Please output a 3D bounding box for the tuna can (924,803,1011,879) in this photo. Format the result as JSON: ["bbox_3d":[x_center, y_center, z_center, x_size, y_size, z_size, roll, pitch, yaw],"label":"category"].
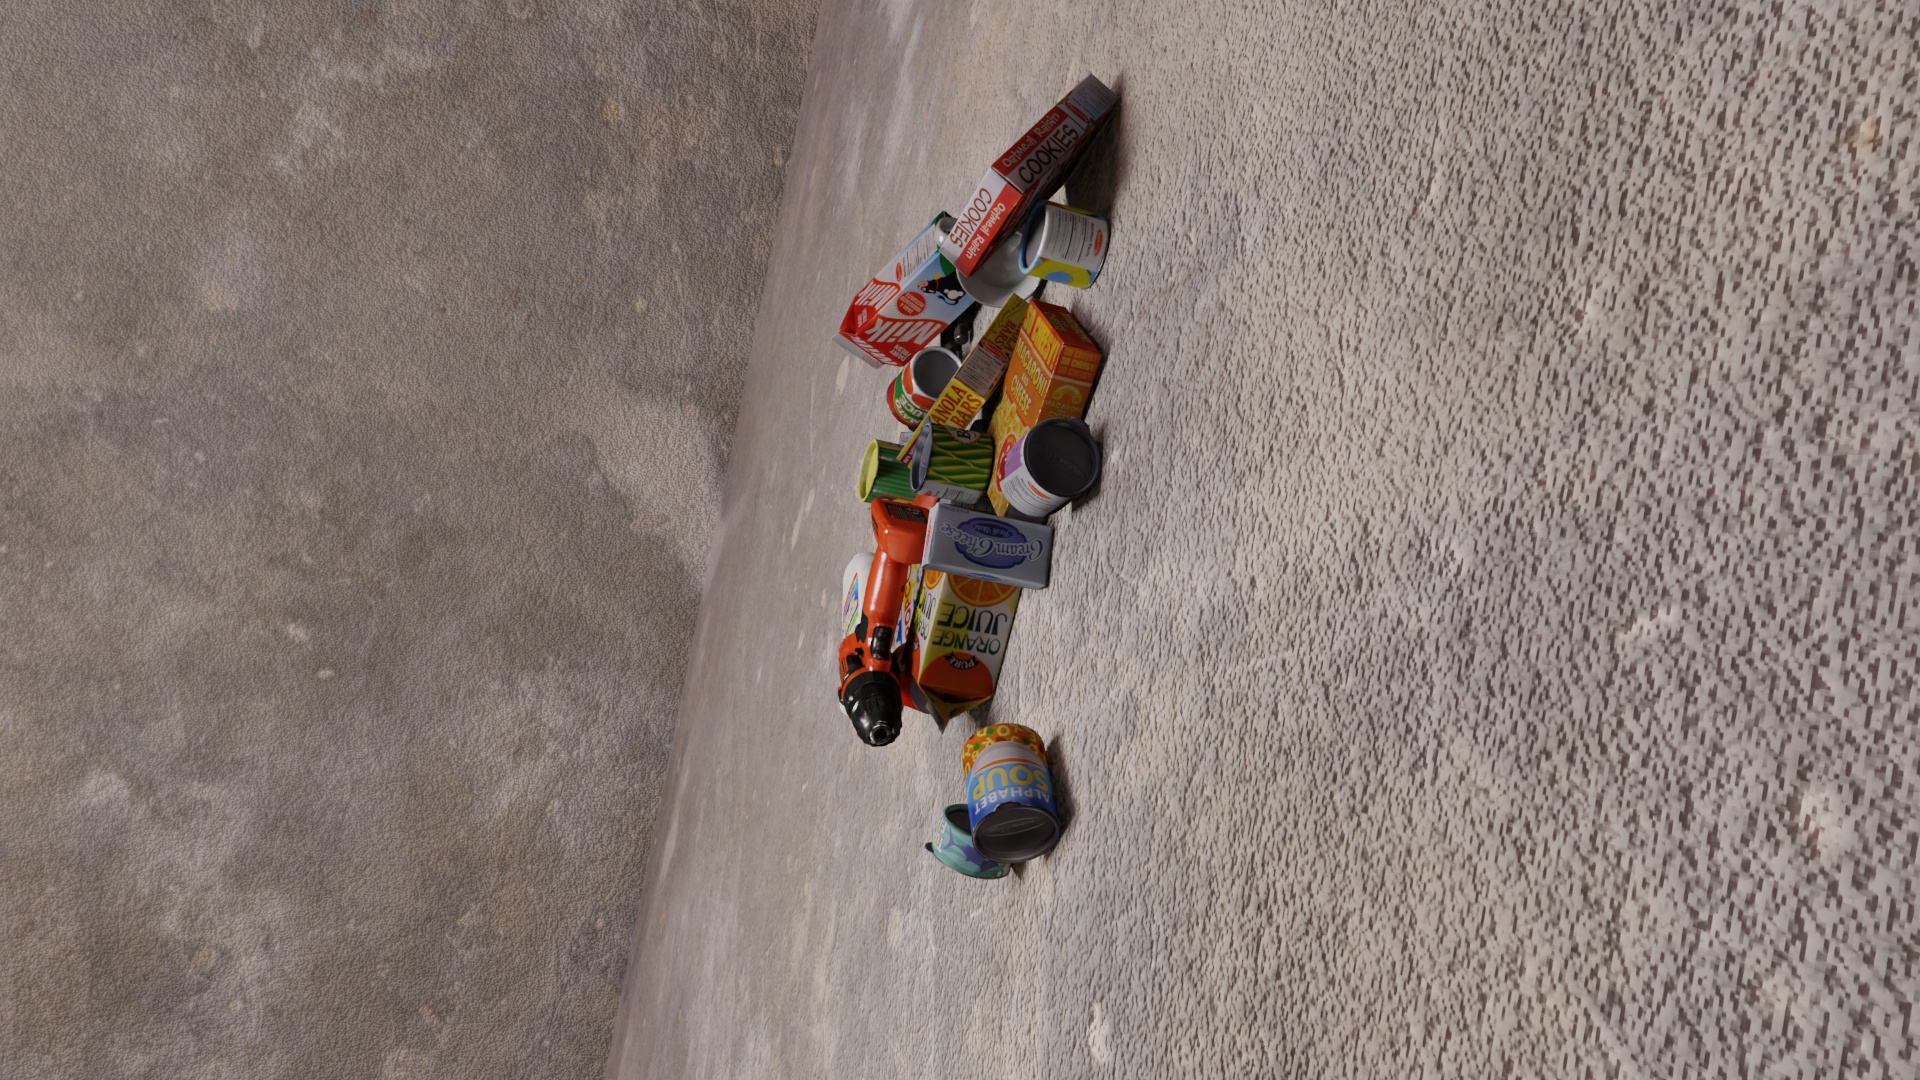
[{"bbox_3d":[0.010,0.236,1.097,0.071,0.071,0.032,-131,56,-69],"label":"tuna can"}]

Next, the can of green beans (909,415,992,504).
[{"bbox_3d":[-0.008,-0.069,1.246,0.071,0.058,0.071,-168,89,-75],"label":"can of green beans"}]

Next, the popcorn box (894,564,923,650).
[{"bbox_3d":[-0.037,0.051,1.422,0.084,0.038,0.127,121,154,-48],"label":"popcorn box"}]

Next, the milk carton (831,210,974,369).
[{"bbox_3d":[-0.055,-0.261,1.519,0.190,0.072,0.074,-38,37,28],"label":"milk carton"}]

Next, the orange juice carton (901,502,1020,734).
[{"bbox_3d":[0.000,0.071,1.235,0.072,0.073,0.192,-140,63,-71],"label":"orange juice carton"}]

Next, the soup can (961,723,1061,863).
[{"bbox_3d":[0.037,0.188,1.047,0.084,0.071,0.071,-99,27,-50],"label":"soup can"}]

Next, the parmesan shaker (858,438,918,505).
[{"bbox_3d":[-0.045,-0.061,1.413,0.071,0.103,0.071,-167,89,-73],"label":"parmesan shaker"}]

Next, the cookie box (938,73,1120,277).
[{"bbox_3d":[0.061,-0.319,1.221,0.168,0.040,0.122,-50,1,-33],"label":"cookie box"}]

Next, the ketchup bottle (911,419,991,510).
[{"bbox_3d":[-0.004,-0.048,1.354,0.044,0.065,0.148,-26,-30,-58],"label":"ketchup bottle"}]

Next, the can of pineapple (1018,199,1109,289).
[{"bbox_3d":[0.088,-0.255,1.197,0.071,0.058,0.071,-167,89,-73],"label":"can of pineapple"}]

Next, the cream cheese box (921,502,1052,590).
[{"bbox_3d":[0.023,0.006,1.153,0.024,0.104,0.053,141,139,-70],"label":"cream cheese box"}]

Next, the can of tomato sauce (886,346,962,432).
[{"bbox_3d":[-0.038,-0.166,1.522,0.083,0.071,0.071,143,136,-64],"label":"can of tomato sauce"}]

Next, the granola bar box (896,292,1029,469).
[{"bbox_3d":[0.008,-0.145,1.331,0.125,0.039,0.164,-57,5,-32],"label":"granola bar box"}]

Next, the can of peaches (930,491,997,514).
[{"bbox_3d":[0.005,-0.016,1.302,0.071,0.058,0.071,-167,89,-72],"label":"can of peaches"}]

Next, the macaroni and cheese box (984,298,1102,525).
[{"bbox_3d":[0.066,-0.110,1.202,0.124,0.040,0.165,-111,36,-61],"label":"macaroni and cheese box"}]

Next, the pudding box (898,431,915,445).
[{"bbox_3d":[-0.035,-0.099,1.497,0.083,0.050,0.030,-166,86,-74],"label":"pudding box"}]

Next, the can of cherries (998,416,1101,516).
[{"bbox_3d":[0.072,-0.059,1.110,0.058,0.071,0.071,139,139,-65],"label":"can of cherries"}]

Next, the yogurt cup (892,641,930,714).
[{"bbox_3d":[-0.032,0.132,1.315,0.054,0.072,0.072,23,101,64],"label":"yogurt cup"}]
